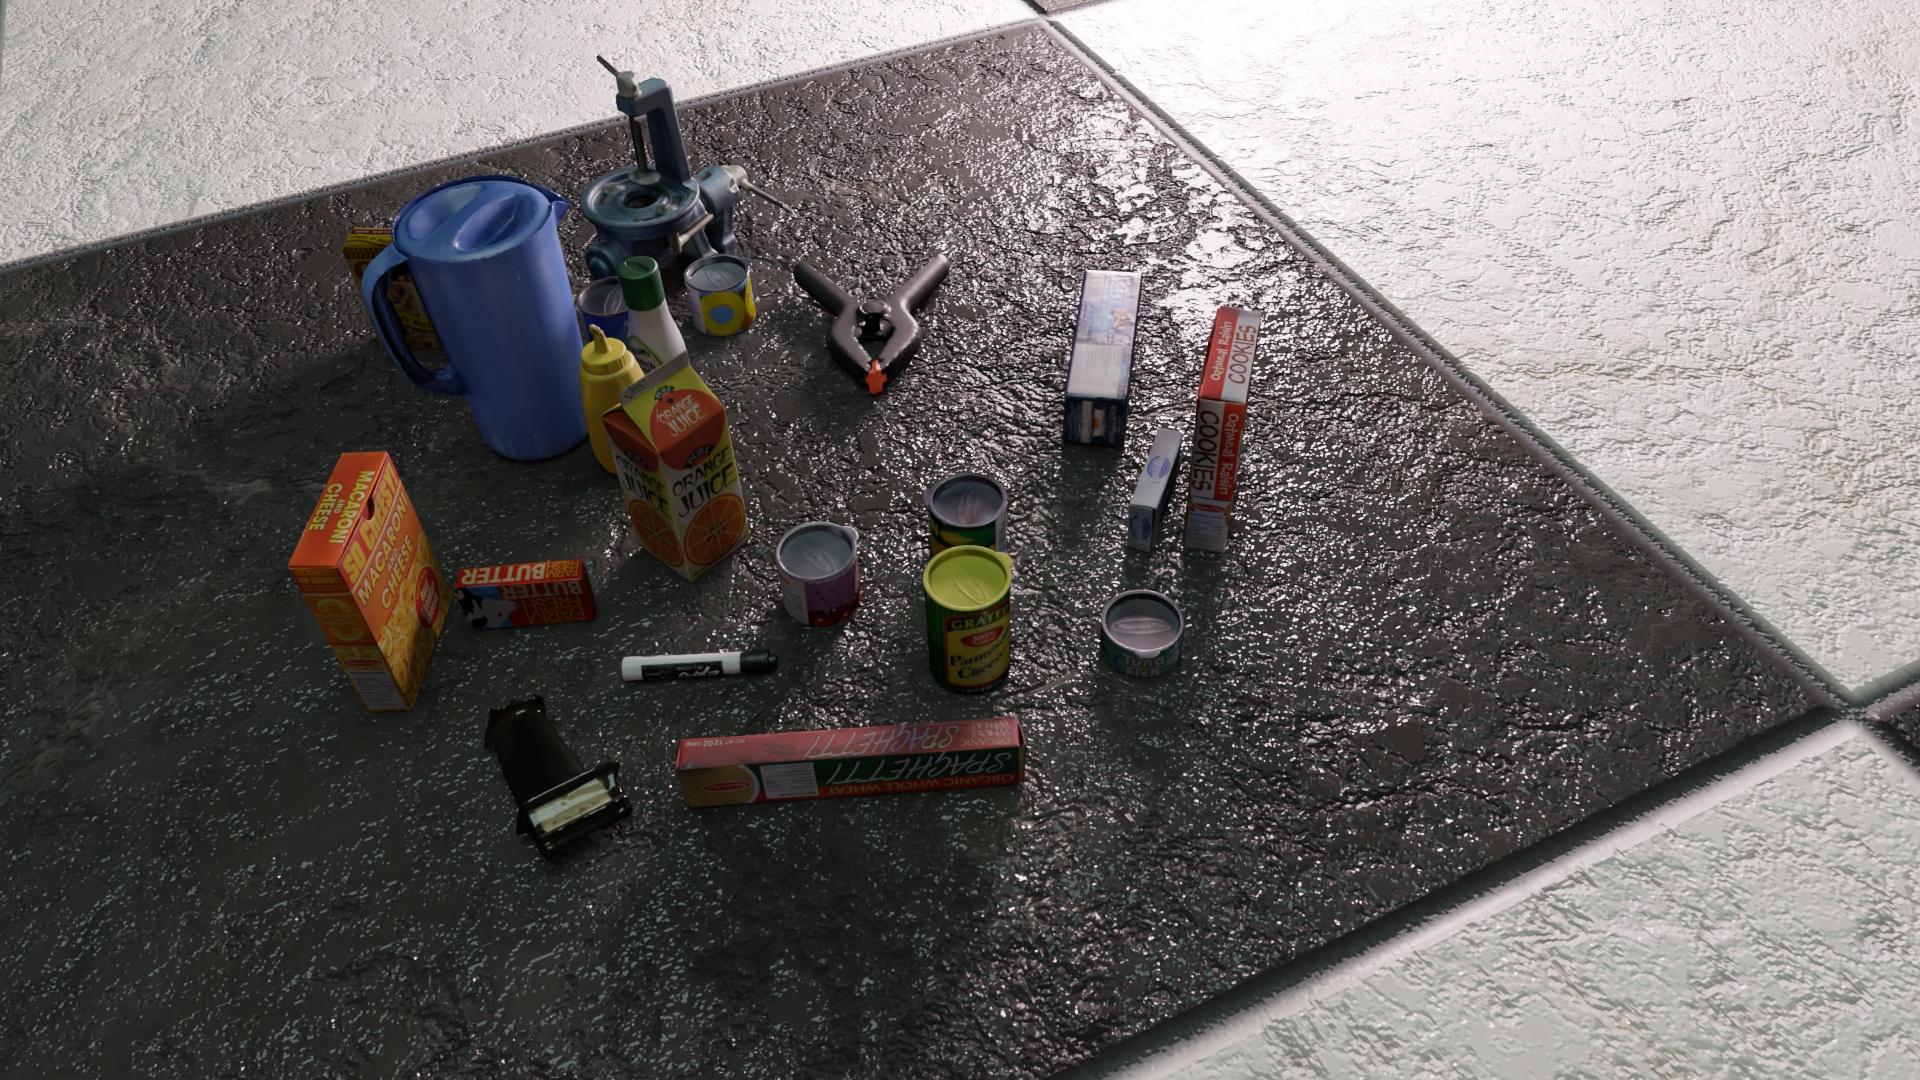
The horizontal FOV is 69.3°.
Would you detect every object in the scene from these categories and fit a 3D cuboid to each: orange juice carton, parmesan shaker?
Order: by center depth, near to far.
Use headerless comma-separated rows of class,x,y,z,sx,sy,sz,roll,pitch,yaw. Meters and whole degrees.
parmesan shaker,0.009,0.062,1.069,0.071,0.102,0.072,-1,45,1
orange juice carton,-0.235,-0.065,1.143,0.073,0.191,0.072,31,54,29

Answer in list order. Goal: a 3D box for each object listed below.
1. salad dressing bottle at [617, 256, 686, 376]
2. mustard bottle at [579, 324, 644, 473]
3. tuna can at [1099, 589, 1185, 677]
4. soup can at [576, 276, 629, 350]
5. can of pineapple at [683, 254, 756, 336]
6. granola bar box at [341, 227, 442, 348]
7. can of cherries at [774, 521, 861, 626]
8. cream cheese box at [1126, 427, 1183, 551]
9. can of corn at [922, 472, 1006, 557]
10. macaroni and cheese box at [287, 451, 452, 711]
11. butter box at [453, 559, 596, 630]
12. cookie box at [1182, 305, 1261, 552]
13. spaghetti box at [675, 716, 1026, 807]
salad dressing bottle,-0.290,-0.197,1.308,0.064,0.146,0.044,27,52,27
mustard bottle,-0.305,-0.130,1.233,0.065,0.159,0.049,-5,45,-2
tuna can,0.144,0.076,1.099,0.071,0.032,0.071,-1,45,1
soup can,-0.332,-0.206,1.364,0.071,0.083,0.072,-1,45,1
can of pineapple,-0.244,-0.251,1.423,0.071,0.057,0.071,-1,45,1
granola bar box,-0.512,-0.252,1.390,0.166,0.123,0.039,0,45,3
can of cherries,-0.114,0.027,1.140,0.071,0.058,0.072,-1,45,1
cream cheese box,0.169,-0.044,1.202,0.024,0.053,0.104,13,47,15
can of corn,0.004,-0.015,1.177,0.071,0.058,0.071,-1,45,1
macaroni and cheese box,-0.450,0.033,1.074,0.040,0.165,0.124,-1,45,2
butter box,-0.355,0.045,1.137,0.103,0.052,0.024,-5,45,-2
cookie box,0.218,-0.093,1.169,0.040,0.166,0.123,9,46,11
spaghetti box,-0.077,0.162,1.011,0.250,0.049,0.029,-4,45,-1
